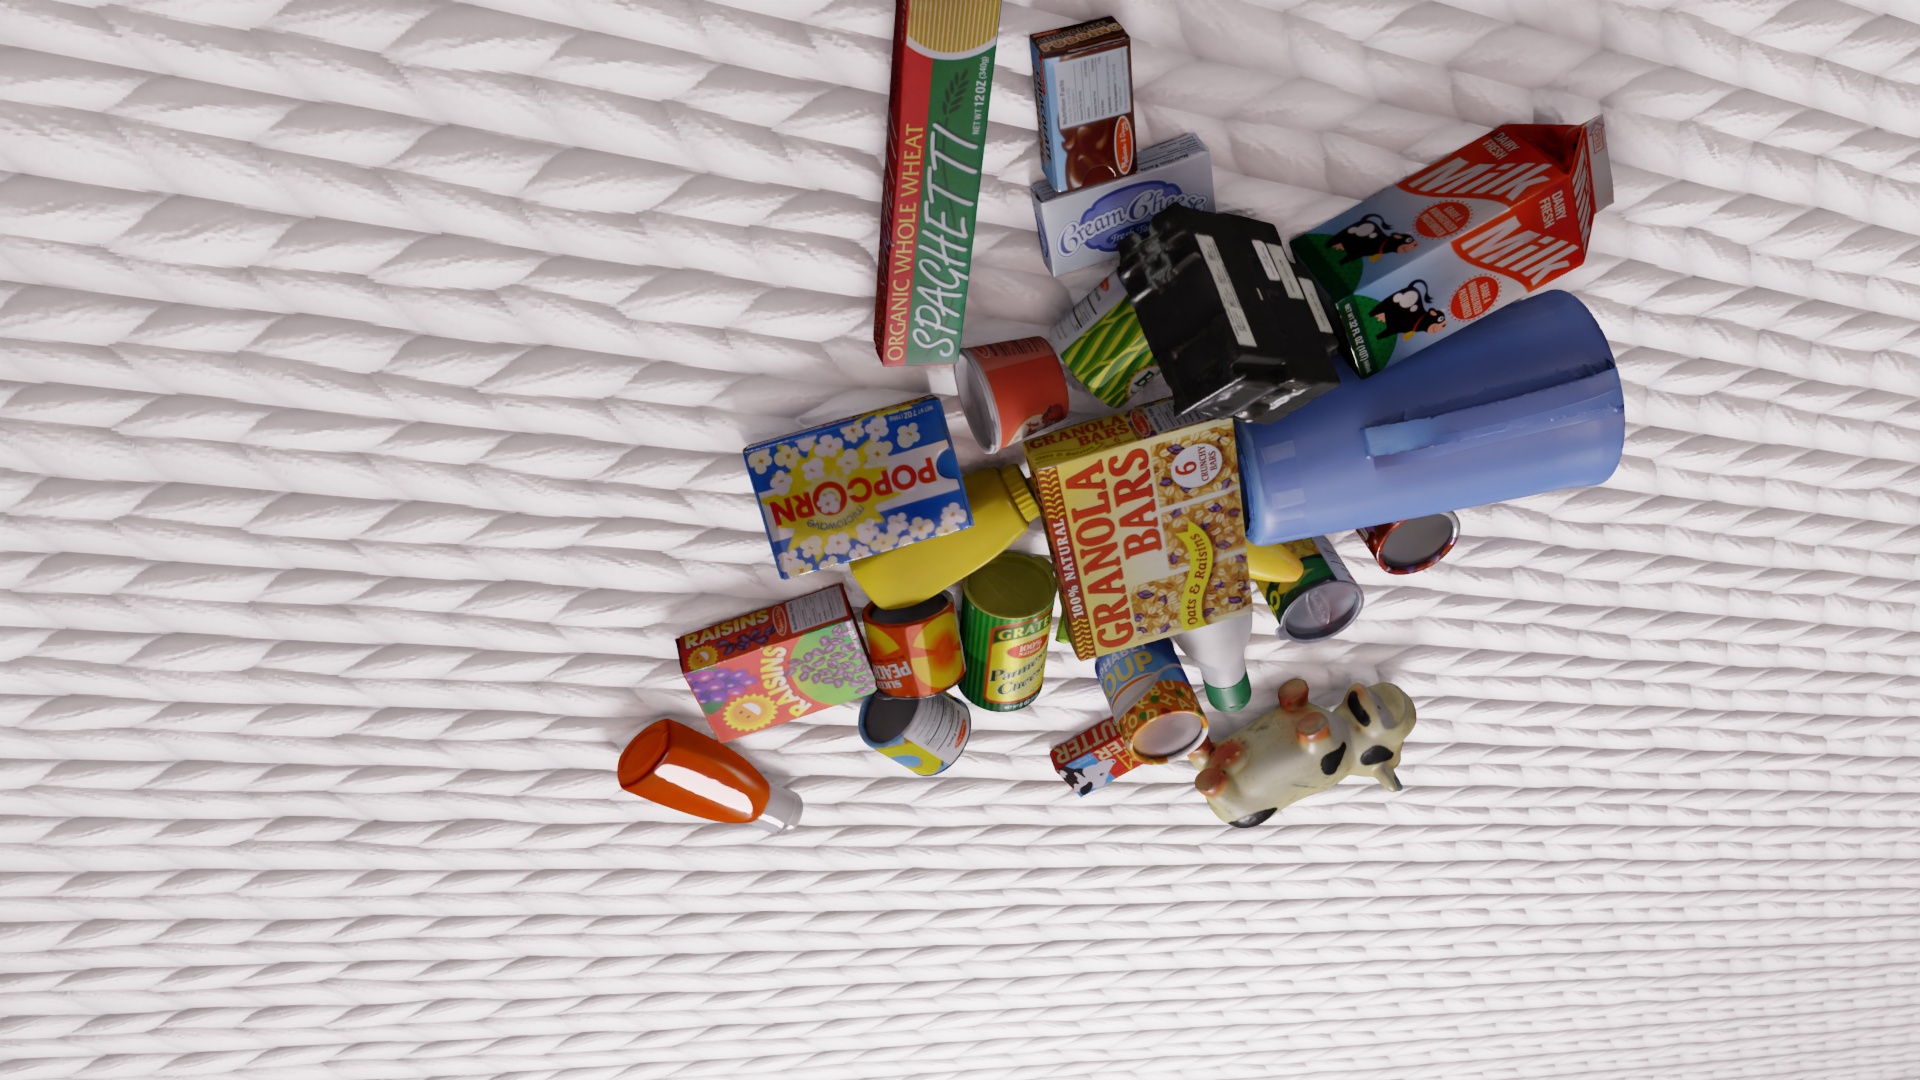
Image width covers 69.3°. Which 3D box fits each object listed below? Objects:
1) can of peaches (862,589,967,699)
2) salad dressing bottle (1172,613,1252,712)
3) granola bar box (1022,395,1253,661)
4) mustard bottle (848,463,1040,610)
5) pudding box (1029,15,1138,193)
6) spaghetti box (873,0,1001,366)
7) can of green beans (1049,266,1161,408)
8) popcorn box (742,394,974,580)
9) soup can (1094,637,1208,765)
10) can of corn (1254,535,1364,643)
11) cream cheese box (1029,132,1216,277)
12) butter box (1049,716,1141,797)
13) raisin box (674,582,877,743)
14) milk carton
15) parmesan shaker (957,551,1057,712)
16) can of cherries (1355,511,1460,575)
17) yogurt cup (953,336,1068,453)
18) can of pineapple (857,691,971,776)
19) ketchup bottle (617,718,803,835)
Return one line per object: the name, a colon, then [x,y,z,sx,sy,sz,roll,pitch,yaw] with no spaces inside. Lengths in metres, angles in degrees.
can of peaches: [-0.034,0.071,0.973,0.071,0.071,0.057,-12,112,-7]
salad dressing bottle: [0.201,0.081,1.089,0.064,0.044,0.147,-23,136,0]
granola bar box: [0.116,-0.008,0.887,0.124,0.039,0.164,-16,129,-1]
mustard bottle: [0.003,-0.012,0.932,0.160,0.049,0.065,-28,132,7]
pudding box: [0.067,-0.236,0.757,0.050,0.030,0.083,-16,135,-5]
spaghetti box: [-0.015,-0.203,0.762,0.050,0.029,0.248,-5,133,-13]
can of green beans: [0.097,-0.123,0.847,0.057,0.071,0.071,-41,131,21]
popcorn box: [-0.064,-0.034,0.870,0.127,0.038,0.085,-16,101,-3]
soup can: [0.146,0.121,1.079,0.071,0.084,0.071,-9,134,-9]
can of corn: [0.261,0.036,1.056,0.071,0.058,0.070,-10,134,-10]
cream cheese box: [0.095,-0.195,0.809,0.104,0.024,0.053,-18,133,-2]
butter box: [0.131,0.173,1.164,0.103,0.024,0.053,-30,134,11]
raisin box: [-0.129,0.088,0.989,0.123,0.040,0.085,-19,136,-3]
milk carton: [0.310,-0.187,0.853,0.190,0.074,0.072,-28,134,7]
parmesan shaker: [0.034,0.067,1.005,0.071,0.071,0.102,-7,134,-12]
can of cherries: [0.324,-0.015,1.029,0.071,0.058,0.071,-10,134,-10]
yogurt cup: [0.032,-0.093,0.857,0.054,0.073,0.072,-19,135,-12]
can of pineapple: [-0.036,0.137,1.047,0.071,0.071,0.057,-38,131,17]
ketchup bottle: [-0.185,0.187,1.059,0.064,0.044,0.148,-39,132,20]
